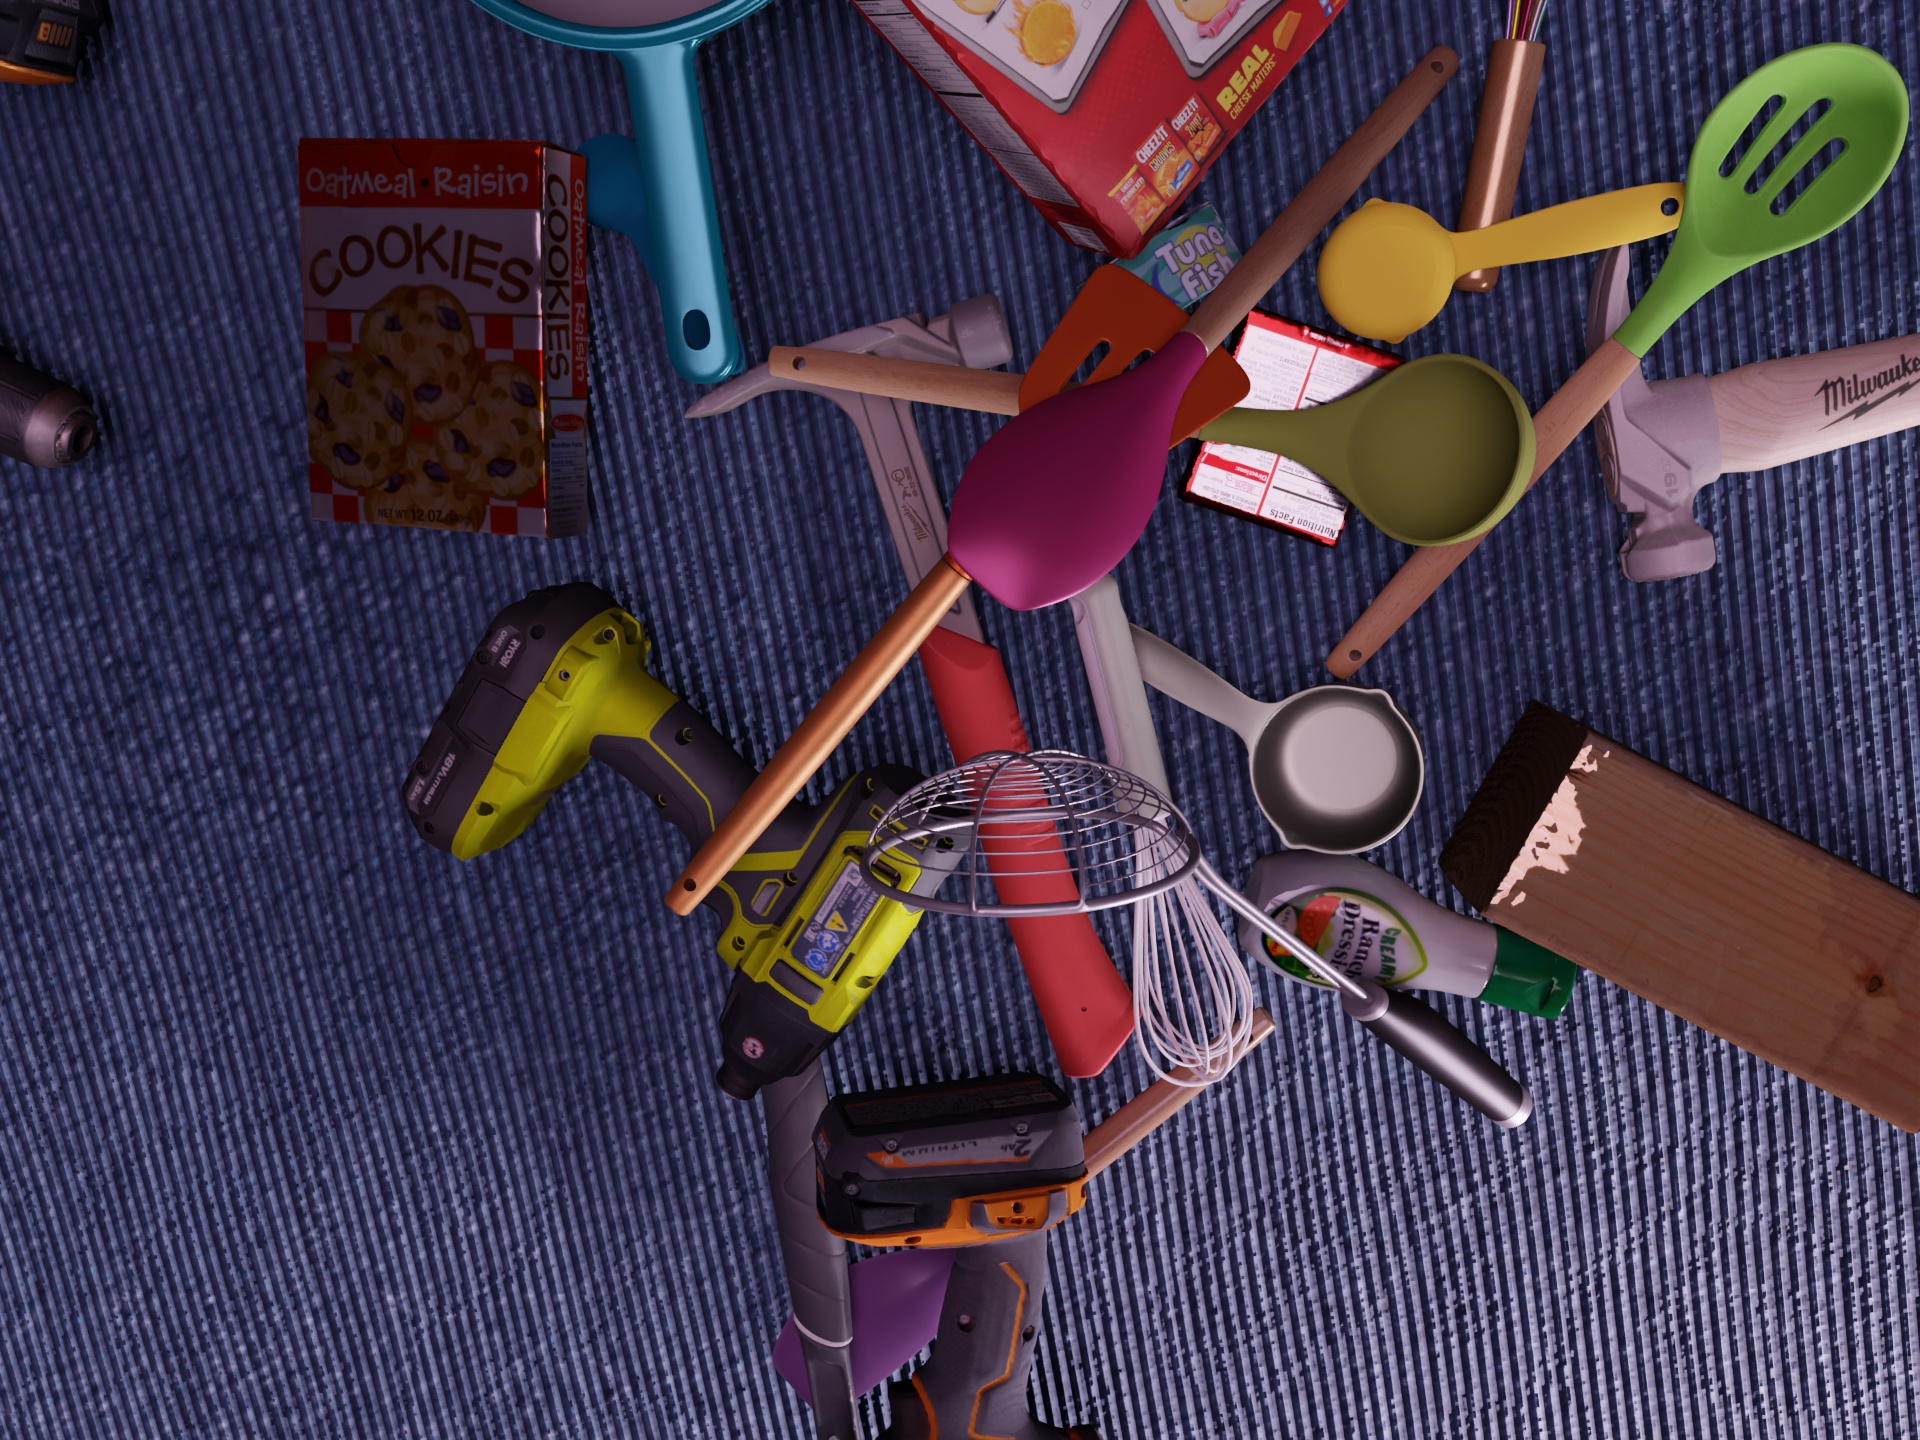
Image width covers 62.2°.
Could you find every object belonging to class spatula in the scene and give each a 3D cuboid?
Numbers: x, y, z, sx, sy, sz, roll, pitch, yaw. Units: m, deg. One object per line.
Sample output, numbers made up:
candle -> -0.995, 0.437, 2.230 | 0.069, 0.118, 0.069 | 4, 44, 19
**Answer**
spatula -> -0.015, -0.043, 0.651 | 0.081, 0.041, 0.322 | 42, 100, 6
spatula -> 0.028, 0.240, 0.787 | 0.316, 0.018, 0.060 | -40, 92, 11

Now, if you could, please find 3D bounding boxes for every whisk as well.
whisk -> 0.086, 0.051, 0.725 | 0.059, 0.058, 0.246 | -16, 97, -15
whisk -> 0.239, -0.303, 0.659 | 0.051, 0.047, 0.245 | 11, 106, 15

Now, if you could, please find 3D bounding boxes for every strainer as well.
strainer -> -0.120, -0.312, 0.657 | 0.211, 0.095, 0.340 | -6, 102, 7

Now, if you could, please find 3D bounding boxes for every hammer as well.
hammer -> -0.001, -0.002, 0.735 | 0.149, 0.037, 0.359 | -17, 98, 8
hammer -> -0.061, 0.320, 0.788 | 0.149, 0.036, 0.409 | -6, 96, 13
hammer -> 0.476, -0.171, 0.665 | 0.410, 0.038, 0.146 | -12, 98, 6

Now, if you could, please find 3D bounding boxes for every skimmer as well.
skimmer -> 0.119, 0.116, 0.666 | 0.363, 0.127, 0.090 | 36, 81, -29

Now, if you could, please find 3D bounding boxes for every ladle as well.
ladle -> 0.074, -0.130, 0.663 | 0.320, 0.062, 0.078 | 9, 97, 4

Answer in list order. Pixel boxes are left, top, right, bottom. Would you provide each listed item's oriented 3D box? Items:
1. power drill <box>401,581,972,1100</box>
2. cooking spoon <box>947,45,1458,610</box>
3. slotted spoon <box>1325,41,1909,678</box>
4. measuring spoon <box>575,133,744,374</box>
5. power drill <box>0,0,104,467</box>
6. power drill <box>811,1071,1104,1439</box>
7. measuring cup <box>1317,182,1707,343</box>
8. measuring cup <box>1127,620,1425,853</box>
power drill -> -0.129, 0.055, 0.720 | 0.223, 0.080, 0.171 | 34, 105, 5
cooking spoon -> 0.107, -0.167, 0.633 | 0.069, 0.017, 0.319 | 41, 74, 0
slotted spoon -> 0.257, -0.136, 0.664 | 0.070, 0.031, 0.313 | 35, 115, -5
measuring spoon -> -0.134, -0.206, 0.700 | 0.042, 0.021, 0.129 | -35, 82, 10
power drill -> -0.456, -0.236, 0.708 | 0.185, 0.084, 0.226 | 25, 106, -1
power drill -> -0.014, 0.287, 0.727 | 0.164, 0.084, 0.226 | -4, 93, -12
measuring cup -> 0.226, -0.197, 0.656 | 0.156, 0.029, 0.062 | -9, 104, 17
measuring cup -> 0.135, -0.004, 0.729 | 0.168, 0.038, 0.083 | 33, 107, 15
